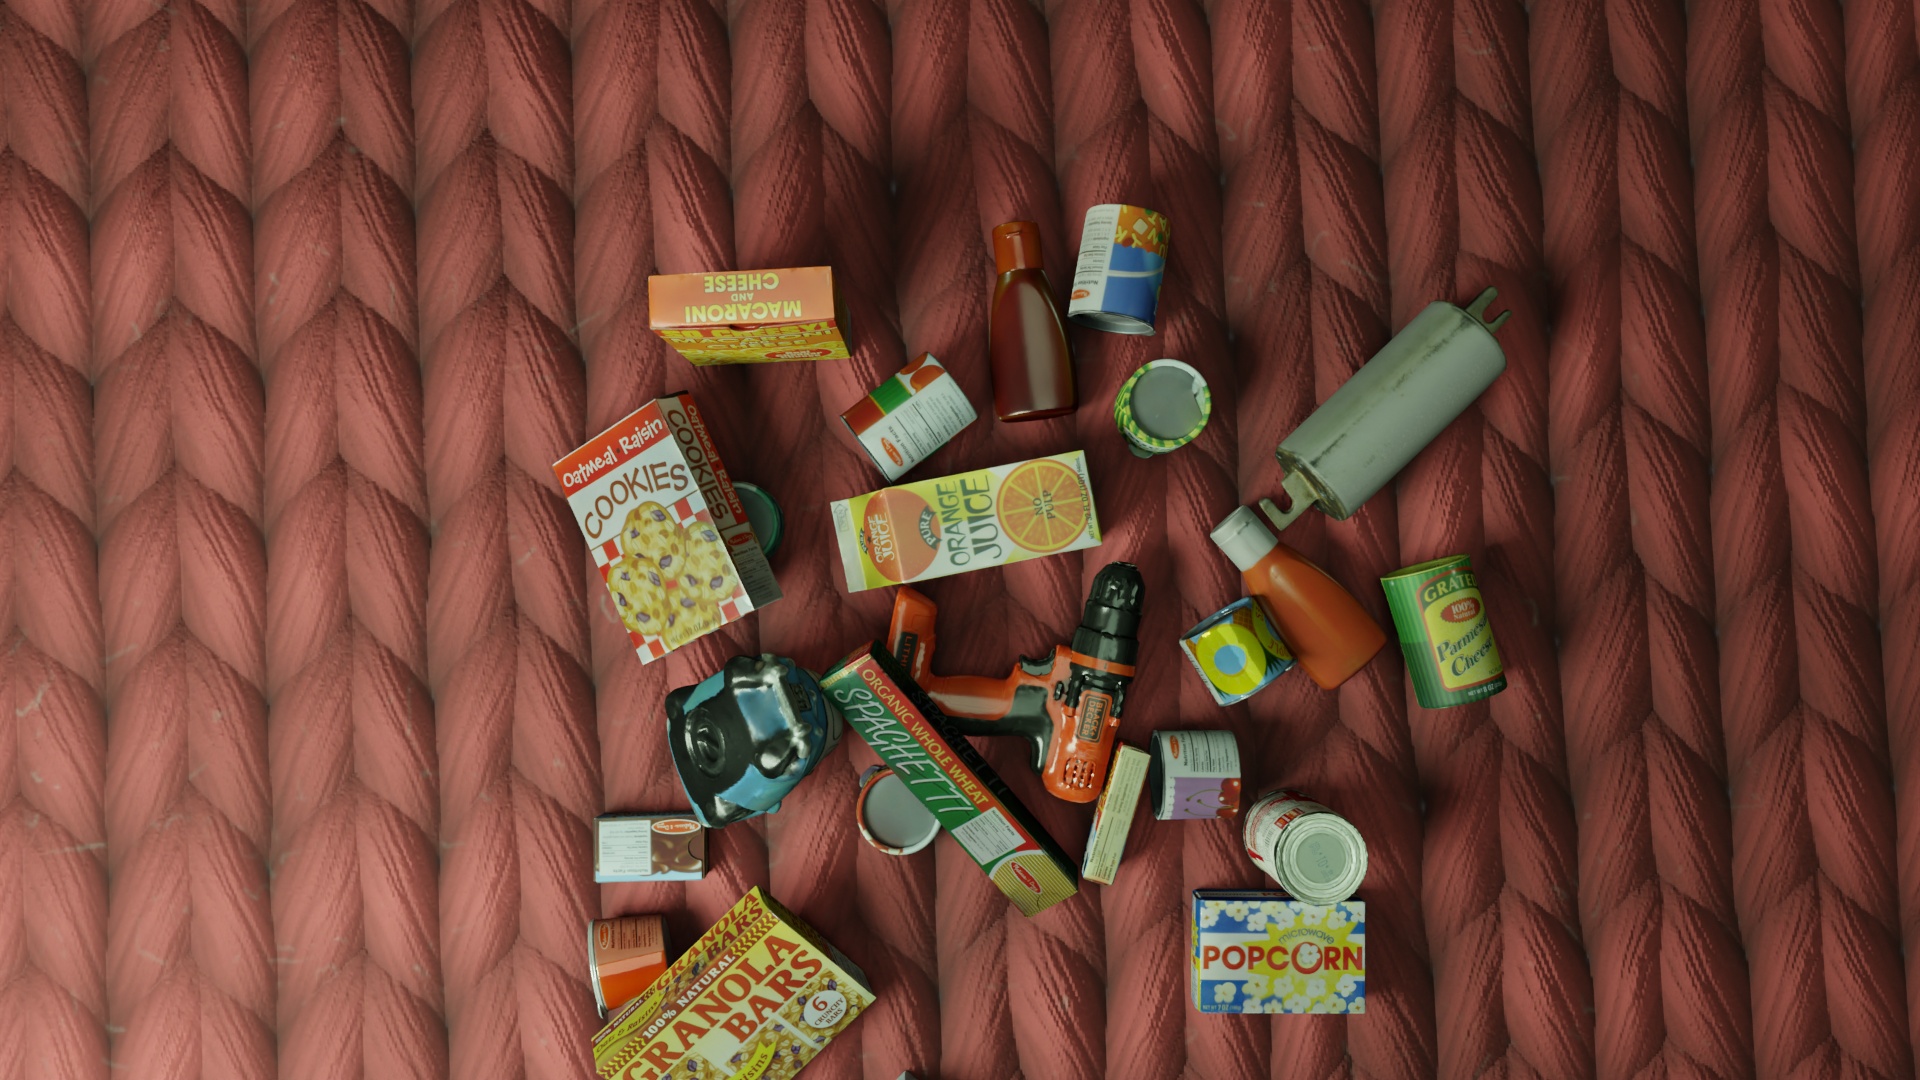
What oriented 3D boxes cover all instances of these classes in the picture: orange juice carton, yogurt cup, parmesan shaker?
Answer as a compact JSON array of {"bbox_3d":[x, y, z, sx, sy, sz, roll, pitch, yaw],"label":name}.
[{"bbox_3d":[0.004,-0.013,1.037,0.193,0.073,0.072,-11,89,-1],"label":"orange juice carton"},{"bbox_3d":[-0.242,0.309,1.027,0.054,0.072,0.072,-10,88,-9],"label":"yogurt cup"},{"bbox_3d":[0.366,0.067,1.044,0.071,0.071,0.103,-17,89,-1],"label":"parmesan shaker"}]

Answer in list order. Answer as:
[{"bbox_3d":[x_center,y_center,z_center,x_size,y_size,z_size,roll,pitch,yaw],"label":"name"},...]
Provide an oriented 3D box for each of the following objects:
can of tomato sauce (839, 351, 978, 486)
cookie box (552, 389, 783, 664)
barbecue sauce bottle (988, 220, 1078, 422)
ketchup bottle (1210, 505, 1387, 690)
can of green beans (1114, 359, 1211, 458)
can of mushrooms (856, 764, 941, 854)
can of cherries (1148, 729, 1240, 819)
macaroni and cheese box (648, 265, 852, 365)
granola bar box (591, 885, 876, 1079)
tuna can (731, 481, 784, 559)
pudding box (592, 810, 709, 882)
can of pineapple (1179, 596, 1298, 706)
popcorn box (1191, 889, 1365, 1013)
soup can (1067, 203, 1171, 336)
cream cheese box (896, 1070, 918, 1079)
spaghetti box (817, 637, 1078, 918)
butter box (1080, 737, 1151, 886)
[{"bbox_3d":[-0.039,-0.093,1.045,0.083,0.071,0.071,-38,89,-2],"label":"can of tomato sauce"},{"bbox_3d":[-0.217,-0.009,1.023,0.122,0.040,0.167,-26,88,32],"label":"cookie box"},{"bbox_3d":[0.051,-0.167,1.058,0.065,0.043,0.148,-8,87,11],"label":"barbecue sauce bottle"},{"bbox_3d":[0.252,0.039,1.054,0.065,0.043,0.149,-41,89,-3],"label":"ketchup bottle"},{"bbox_3d":[0.152,-0.101,1.050,0.071,0.058,0.071,0,88,-1],"label":"can of green beans"},{"bbox_3d":[-0.047,0.200,1.049,0.071,0.033,0.071,0,89,-1],"label":"can of mushrooms"},{"bbox_3d":[0.174,0.176,1.038,0.058,0.071,0.071,-1,88,-2],"label":"can of cherries"},{"bbox_3d":[-0.144,-0.157,0.994,0.124,0.166,0.040,-3,89,-1],"label":"macaroni and cheese box"},{"bbox_3d":[-0.164,0.349,1.014,0.165,0.039,0.124,-43,117,-2],"label":"granola bar box"},{"bbox_3d":[-0.168,-0.009,1.055,0.071,0.033,0.071,0,88,-1],"label":"tuna can"},{"bbox_3d":[-0.232,0.231,1.046,0.084,0.030,0.049,-2,87,-1],"label":"pudding box"},{"bbox_3d":[0.208,0.082,1.040,0.071,0.071,0.058,-33,89,-2],"label":"can of pineapple"},{"bbox_3d":[0.238,0.309,1.046,0.127,0.038,0.085,1,88,-1],"label":"popcorn box"},{"bbox_3d":[0.123,-0.203,1.051,0.071,0.071,0.084,11,88,0],"label":"soup can"},{"bbox_3d":[-0.009,0.441,1.030,0.104,0.053,0.024,38,86,1],"label":"cream cheese box"},{"bbox_3d":[-0.005,0.175,1.008,0.050,0.029,0.249,-33,108,19],"label":"spaghetti box"},{"bbox_3d":[0.116,0.202,1.041,0.024,0.053,0.103,17,87,2],"label":"butter box"}]
